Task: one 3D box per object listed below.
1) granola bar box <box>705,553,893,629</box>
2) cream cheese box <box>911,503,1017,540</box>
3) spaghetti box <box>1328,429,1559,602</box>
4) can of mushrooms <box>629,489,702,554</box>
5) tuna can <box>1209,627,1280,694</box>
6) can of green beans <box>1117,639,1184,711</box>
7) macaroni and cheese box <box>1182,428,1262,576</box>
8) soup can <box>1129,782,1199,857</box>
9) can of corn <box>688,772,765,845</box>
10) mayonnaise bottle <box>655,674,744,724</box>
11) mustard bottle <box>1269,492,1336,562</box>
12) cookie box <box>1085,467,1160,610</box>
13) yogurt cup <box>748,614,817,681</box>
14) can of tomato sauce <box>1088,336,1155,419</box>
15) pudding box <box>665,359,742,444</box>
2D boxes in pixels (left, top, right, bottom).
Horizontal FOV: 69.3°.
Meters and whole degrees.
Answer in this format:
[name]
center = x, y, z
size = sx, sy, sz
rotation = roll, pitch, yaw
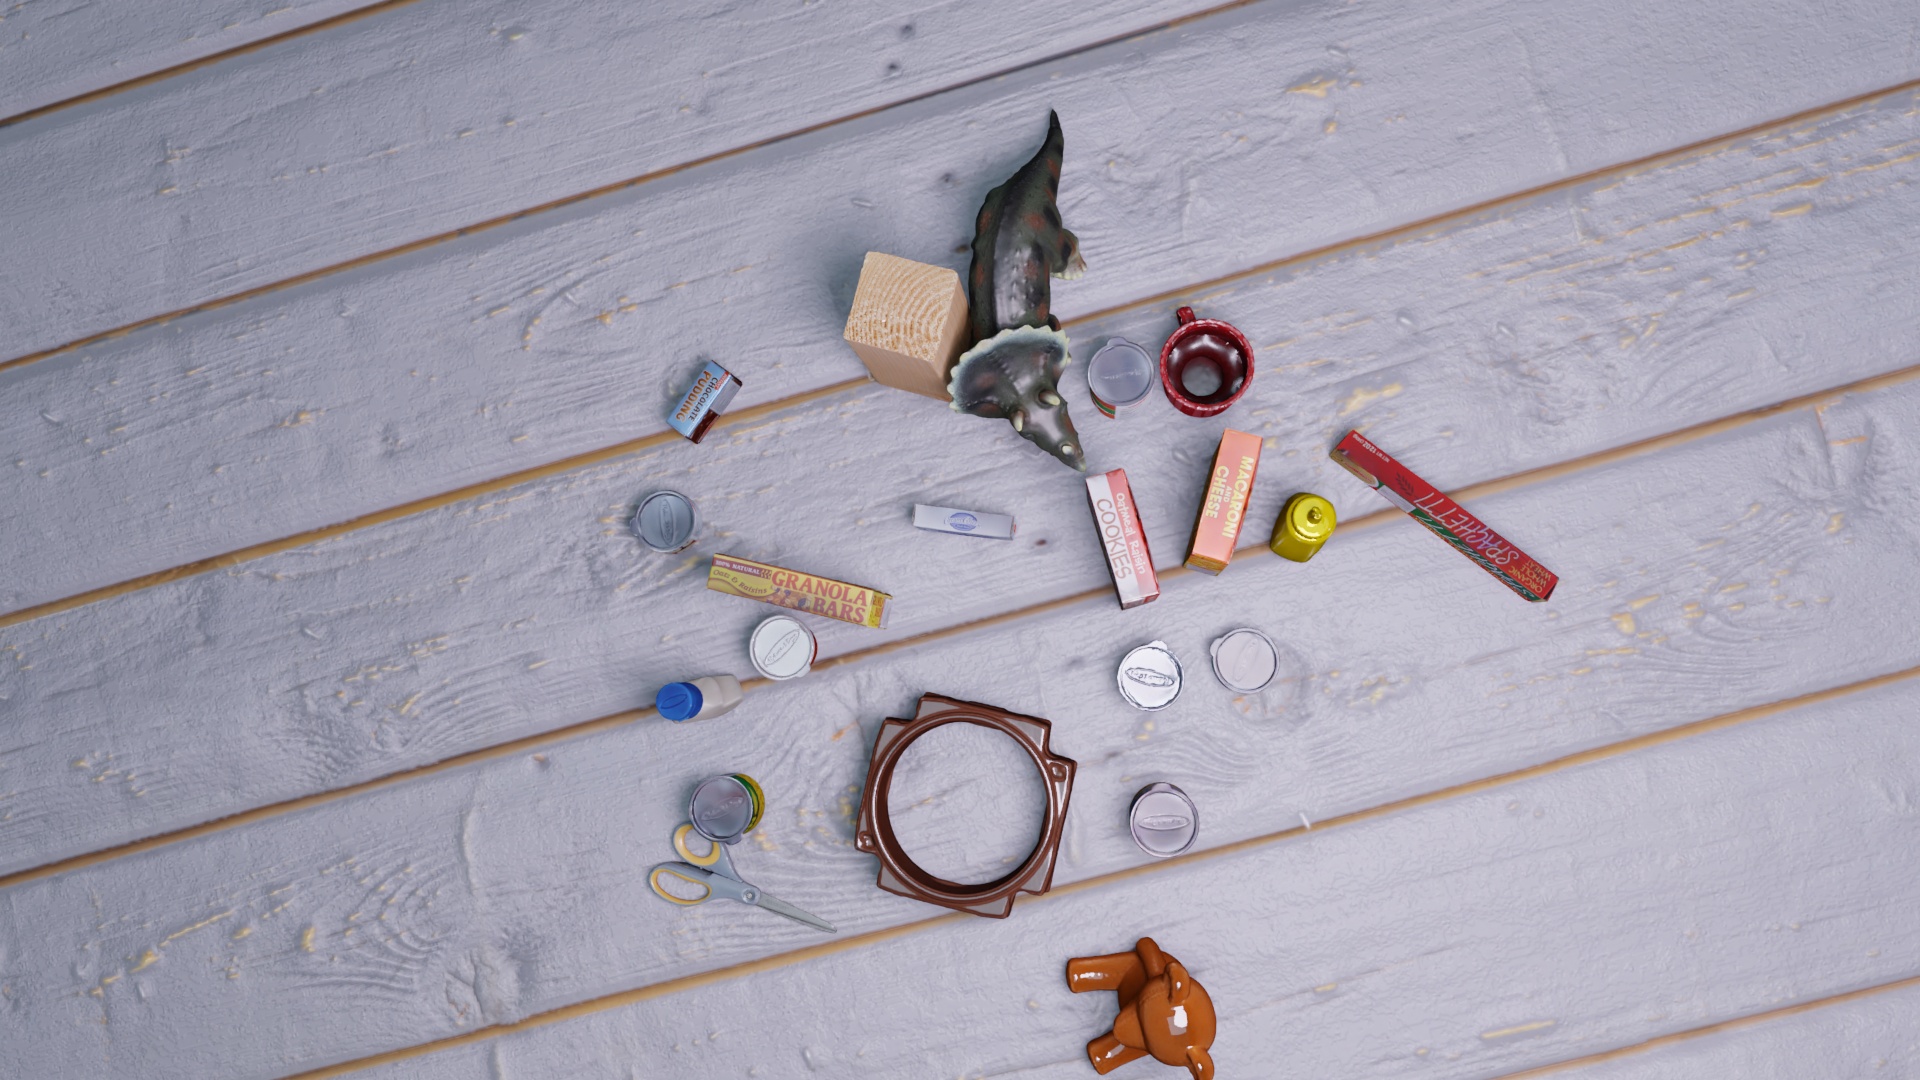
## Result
[granola bar box]
center = -0.159, 0.052, 1.405
size = 0.166, 0.124, 0.039
rotation = 13, 86, 7
[cream cheese box]
center = 0.005, -0.018, 1.431
size = 0.104, 0.053, 0.024
rotation = 7, 85, 6
[spaghetti box]
center = 0.480, -0.023, 1.385
size = 0.250, 0.050, 0.028
rotation = 38, 89, 8
[can of mushrooms]
center = -0.311, -0.019, 1.473
size = 0.071, 0.033, 0.071
rotation = -1, 84, 6
[tuna can]
center = 0.284, 0.120, 1.399
size = 0.071, 0.033, 0.071
rotation = -1, 84, 6
[can of green beans]
center = 0.190, 0.138, 1.394
size = 0.071, 0.058, 0.071
rotation = -1, 84, 6
[macaroni and cheese box]
center = 0.254, -0.034, 1.351
size = 0.040, 0.166, 0.123
rotation = 15, 86, 7
[soup can]
center = 0.199, 0.271, 1.366
size = 0.071, 0.083, 0.071
rotation = -1, 84, 6
[can of corn]
center = -0.237, 0.275, 1.423
size = 0.071, 0.058, 0.071
rotation = -1, 84, 6
[mayonnaise bottle]
center = -0.265, 0.159, 1.392
size = 0.065, 0.148, 0.041
rotation = -24, 83, 3
[mustard bottle]
center = 0.334, -0.016, 1.344
size = 0.049, 0.160, 0.065
rotation = 21, 87, 7
[cookie box]
center = 0.158, 0.002, 1.356
size = 0.040, 0.167, 0.123
rotation = -17, 83, 4
[yogurt cup]
center = -0.180, 0.111, 1.436
size = 0.072, 0.054, 0.072
rotation = -1, 84, 6
[can of tomato sauce]
center = 0.163, -0.163, 1.416
size = 0.071, 0.083, 0.071
rotation = -1, 84, 6
[pudding box]
center = -0.272, -0.146, 1.475
size = 0.030, 0.049, 0.083
rotation = 36, 89, 8
